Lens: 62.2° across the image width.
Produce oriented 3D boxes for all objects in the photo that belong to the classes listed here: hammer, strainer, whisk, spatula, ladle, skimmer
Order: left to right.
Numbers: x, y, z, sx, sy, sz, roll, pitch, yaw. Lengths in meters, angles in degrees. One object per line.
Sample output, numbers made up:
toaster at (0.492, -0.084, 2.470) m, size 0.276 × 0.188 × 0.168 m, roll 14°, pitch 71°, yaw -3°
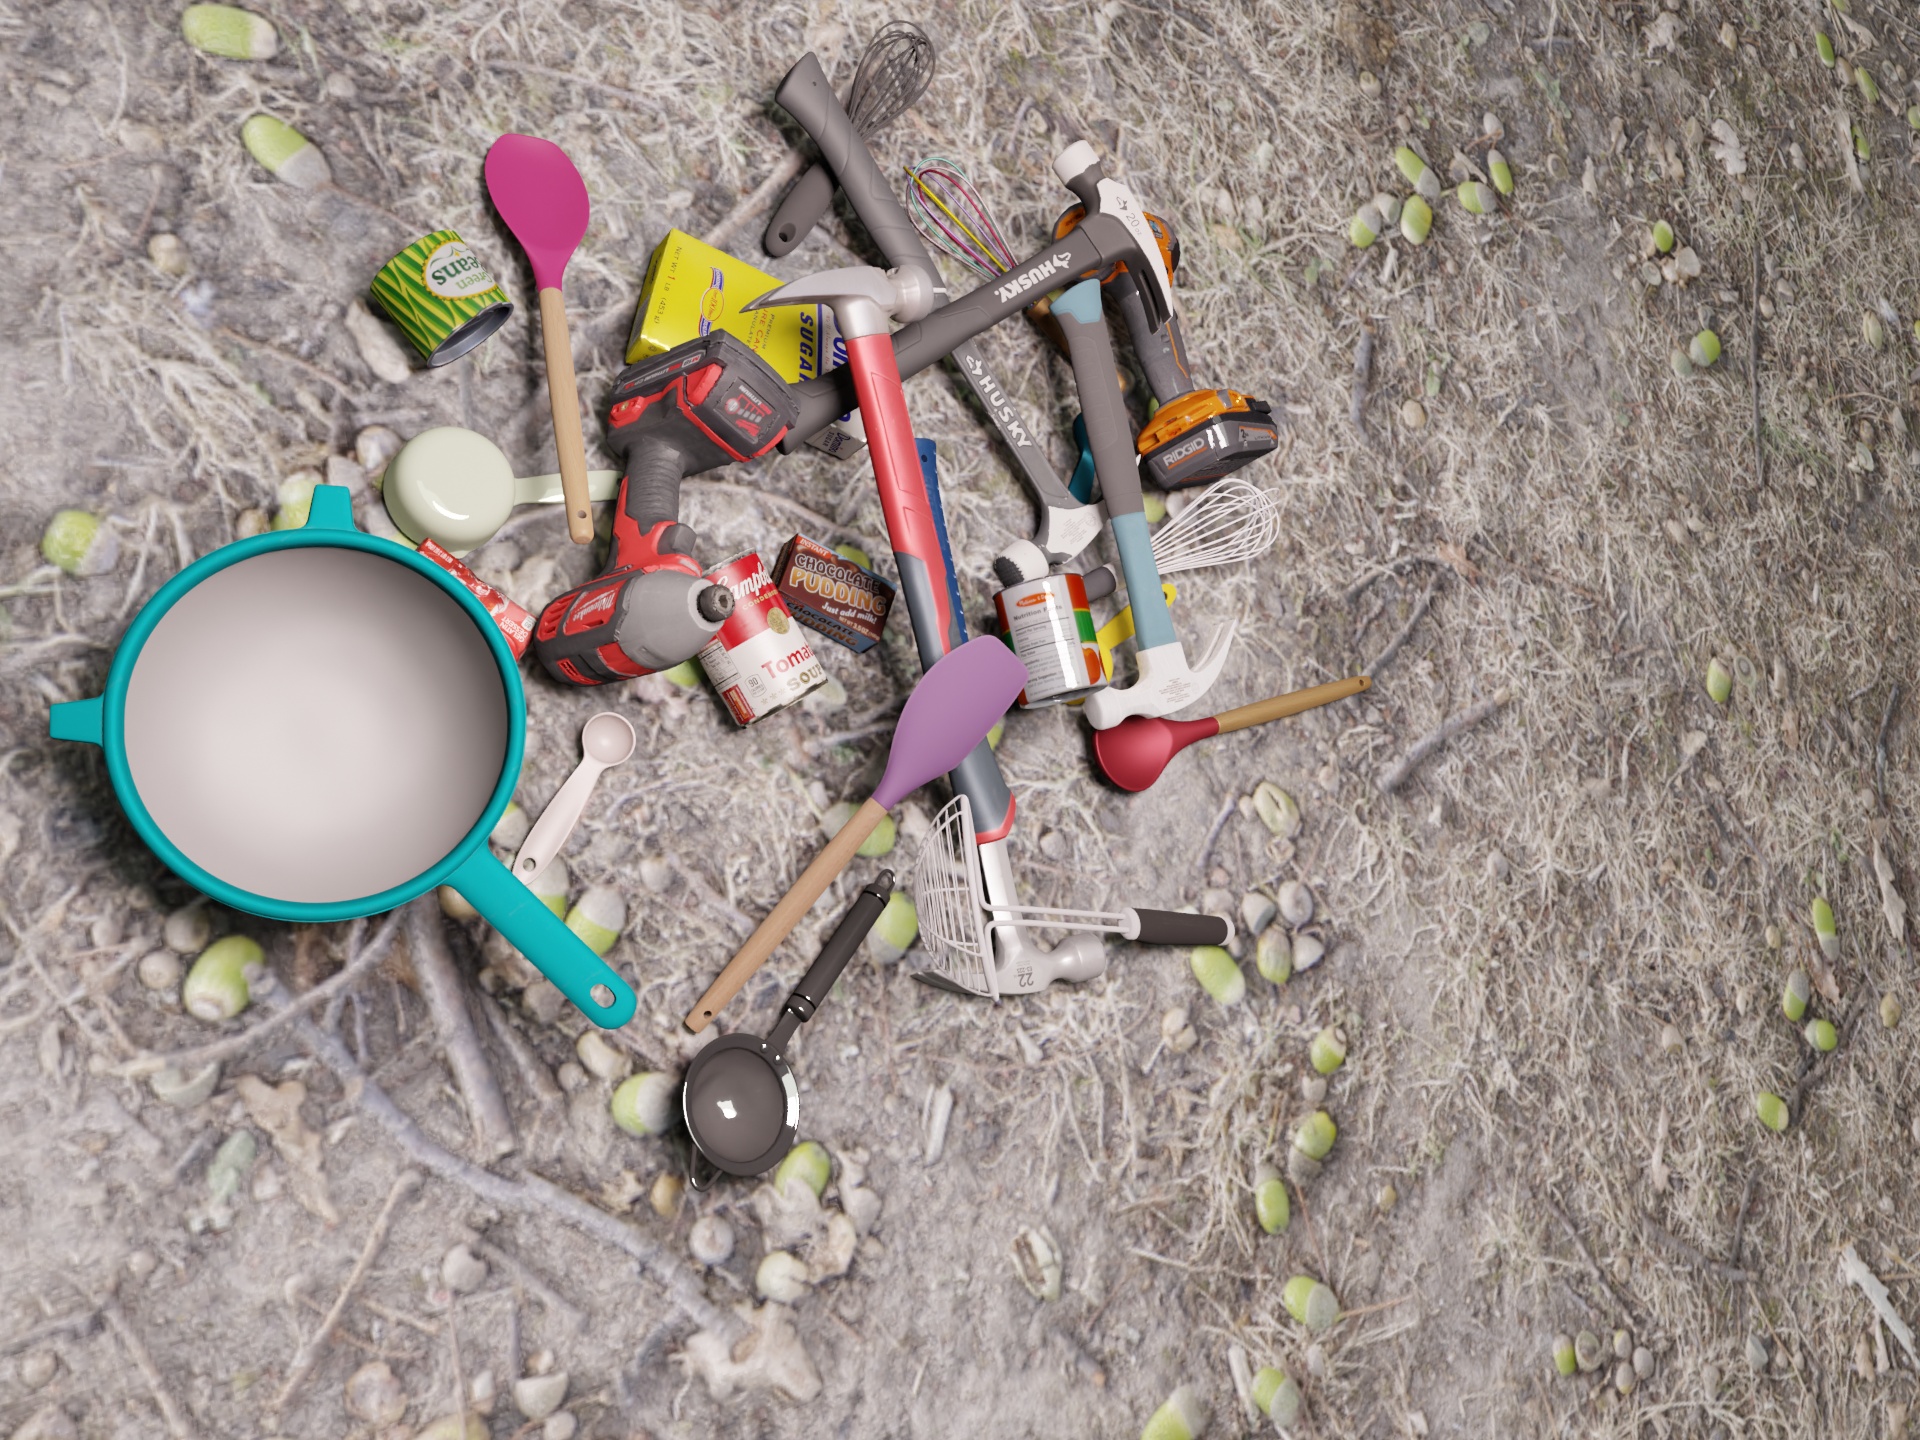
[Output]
strainer at (-0.313, 0.049, 0.902) m, size 0.211 × 0.095 × 0.340 m, roll -46°, pitch 105°, yaw -16°
strainer at (-0.108, 0.192, 1.022) m, size 0.086 × 0.050 × 0.258 m, roll 48°, pitch 53°, yaw -18°
whisk at (-0.085, -0.436, 1.190) m, size 0.055 × 0.055 × 0.239 m, roll 36°, pitch 67°, yaw -18°
spatula at (-0.070, 0.072, 1.020) m, size 0.059 × 0.018 × 0.316 m, roll 42°, pitch 83°, yaw -20°
hammer at (-0.038, -0.101, 1.044) m, size 0.143 × 0.038 × 0.386 m, roll -21°, pitch 101°, yaw -43°
hammer at (-0.010, -0.303, 1.176) m, size 0.149 × 0.036 × 0.408 m, roll -38°, pitch 103°, yaw -25°
hammer at (-0.002, -0.004, 1.134) m, size 0.144 × 0.035 × 0.405 m, roll -8°, pitch 82°, yaw -32°
hammer at (0.004, -0.278, 1.124) m, size 0.335 × 0.035 × 0.146 m, roll -35°, pitch 91°, yaw -20°
whisk at (0.044, -0.345, 1.247) m, size 0.244 × 0.047 × 0.051 m, roll 42°, pitch 73°, yaw -20°
skimmer at (0.098, 0.128, 1.072) m, size 0.363 × 0.090 × 0.127 m, roll 11°, pitch 63°, yaw -45°
hammer at (0.121, -0.166, 1.189) m, size 0.128 × 0.033 × 0.331 m, roll -12°, pitch 89°, yaw -22°
whisk at (0.144, -0.123, 1.242) m, size 0.284 × 0.070 × 0.070 m, roll -26°, pitch 92°, yaw -27°
ladle at (0.221, -0.003, 1.270) m, size 0.315 × 0.031 × 0.069 m, roll -14°, pitch 87°, yaw -34°

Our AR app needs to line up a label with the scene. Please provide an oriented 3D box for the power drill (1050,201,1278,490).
power drill at (0.168, -0.304, 1.274) m, size 0.164 × 0.084 × 0.226 m, roll -20°, pitch 85°, yaw -57°

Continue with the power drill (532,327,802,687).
power drill at (-0.178, -0.128, 0.990) m, size 0.078 × 0.143 × 0.220 m, roll 39°, pitch 52°, yaw -42°

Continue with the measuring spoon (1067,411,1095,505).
measuring spoon at (0.102, -0.193, 1.250) m, size 0.042 × 0.021 × 0.129 m, roll 26°, pitch 66°, yaw -23°

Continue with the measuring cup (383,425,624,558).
measuring cup at (-0.276, -0.151, 1.009) m, size 0.167 × 0.038 × 0.083 m, roll -9°, pitch 83°, yaw -33°

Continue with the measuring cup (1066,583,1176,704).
measuring cup at (0.123, -0.068, 1.226) m, size 0.156 × 0.029 × 0.062 m, roll -37°, pitch 97°, yaw -30°

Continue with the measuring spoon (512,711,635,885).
measuring spoon at (-0.245, 0.050, 0.995) m, size 0.034 × 0.018 × 0.124 m, roll 36°, pitch 69°, yaw -18°

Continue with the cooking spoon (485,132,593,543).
cooking spoon at (-0.261, -0.253, 1.021) m, size 0.068 × 0.017 × 0.319 m, roll 1°, pitch 64°, yaw -30°
